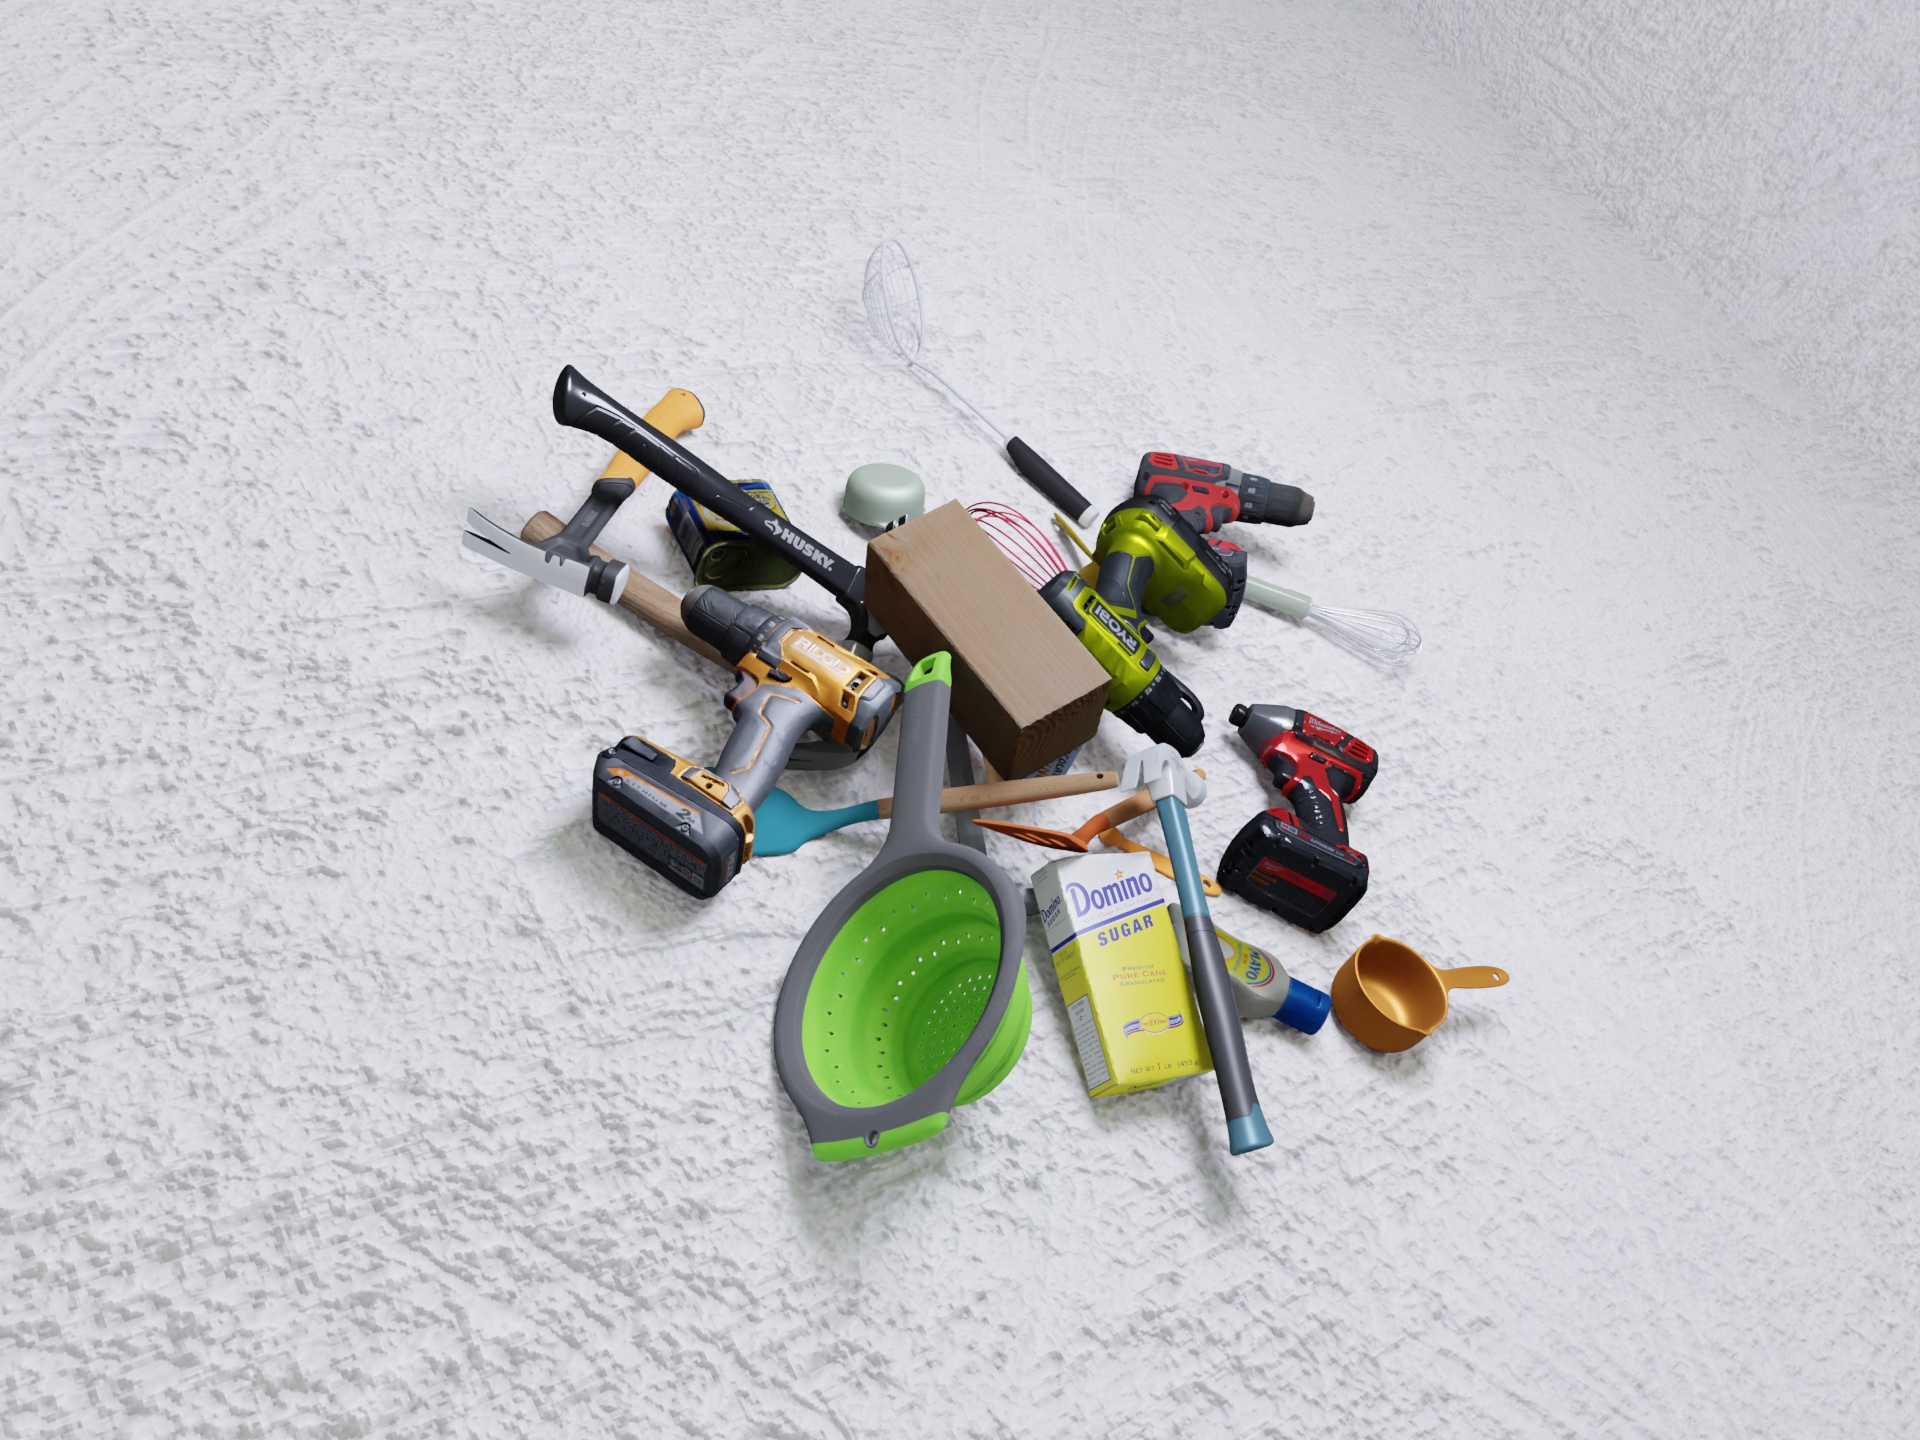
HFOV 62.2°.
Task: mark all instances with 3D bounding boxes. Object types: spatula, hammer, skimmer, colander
[{"bbox_3d":[0.127,0.069,1.295,0.081,0.041,0.322,6,14,33],"label":"spatula"},{"bbox_3d":[-0.183,-0.180,1.293,0.334,0.035,0.146,34,65,-24],"label":"hammer"},{"bbox_3d":[-0.211,-0.068,1.276,0.331,0.031,0.130,32,48,4],"label":"hammer"},{"bbox_3d":[-0.291,-0.207,1.332,0.127,0.034,0.337,21,34,-3],"label":"hammer"},{"bbox_3d":[-0.002,-0.004,1.337,0.144,0.035,0.406,10,46,-21],"label":"hammer"},{"bbox_3d":[0.182,0.164,1.197,0.128,0.033,0.331,38,36,-51],"label":"hammer"},{"bbox_3d":[0.028,-0.350,1.644,0.363,0.090,0.127,45,12,12],"label":"skimmer"},{"bbox_3d":[-0.037,0.059,1.201,0.317,0.044,0.082,-7,50,-2],"label":"spatula"},{"bbox_3d":[-0.014,0.127,1.114,0.094,0.204,0.397,41,40,-38],"label":"colander"}]

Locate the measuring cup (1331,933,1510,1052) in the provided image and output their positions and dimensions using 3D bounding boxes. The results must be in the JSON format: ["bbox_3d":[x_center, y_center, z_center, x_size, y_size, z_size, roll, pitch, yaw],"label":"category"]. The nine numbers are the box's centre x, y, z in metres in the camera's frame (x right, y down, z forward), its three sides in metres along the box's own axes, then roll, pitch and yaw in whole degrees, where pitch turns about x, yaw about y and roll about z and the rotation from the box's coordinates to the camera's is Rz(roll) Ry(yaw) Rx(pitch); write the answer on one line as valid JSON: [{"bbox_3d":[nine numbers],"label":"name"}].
[{"bbox_3d":[0.384,0.229,1.325,0.173,0.052,0.095,2,50,-31],"label":"measuring cup"}]

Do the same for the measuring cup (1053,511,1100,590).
[{"bbox_3d":[0.116,-0.154,1.553,0.029,0.062,0.157,-33,46,1],"label":"measuring cup"}]

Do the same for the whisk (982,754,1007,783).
[{"bbox_3d":[0.018,-0.041,1.326,0.047,0.051,0.245,11,48,-28],"label":"whisk"}]

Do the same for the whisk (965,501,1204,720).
[{"bbox_3d":[0.112,-0.097,1.478,0.296,0.073,0.073,42,43,4],"label":"whisk"}]

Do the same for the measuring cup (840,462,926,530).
[{"bbox_3d":[-0.057,-0.188,1.441,0.083,0.038,0.168,-2,32,-17],"label":"measuring cup"}]

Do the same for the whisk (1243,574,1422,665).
[{"bbox_3d":[0.366,-0.115,1.649,0.246,0.058,0.059,19,73,-7],"label":"whisk"}]

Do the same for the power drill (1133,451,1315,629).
[{"bbox_3d":[0.259,-0.189,1.605,0.188,0.080,0.227,12,40,6],"label":"power drill"}]

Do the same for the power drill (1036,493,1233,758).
[{"bbox_3d":[0.164,-0.085,1.409,0.190,0.080,0.229,44,40,-9],"label":"power drill"}]

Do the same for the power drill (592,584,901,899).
[{"bbox_3d":[-0.176,0.001,1.169,0.185,0.084,0.226,32,53,12],"label":"power drill"}]

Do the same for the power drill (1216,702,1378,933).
[{"bbox_3d":[0.296,0.071,1.410,0.143,0.078,0.220,27,39,-5],"label":"power drill"}]

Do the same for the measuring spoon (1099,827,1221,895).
[{"bbox_3d":[0.170,0.117,1.337,0.117,0.011,0.021,27,42,-4],"label":"measuring spoon"}]
